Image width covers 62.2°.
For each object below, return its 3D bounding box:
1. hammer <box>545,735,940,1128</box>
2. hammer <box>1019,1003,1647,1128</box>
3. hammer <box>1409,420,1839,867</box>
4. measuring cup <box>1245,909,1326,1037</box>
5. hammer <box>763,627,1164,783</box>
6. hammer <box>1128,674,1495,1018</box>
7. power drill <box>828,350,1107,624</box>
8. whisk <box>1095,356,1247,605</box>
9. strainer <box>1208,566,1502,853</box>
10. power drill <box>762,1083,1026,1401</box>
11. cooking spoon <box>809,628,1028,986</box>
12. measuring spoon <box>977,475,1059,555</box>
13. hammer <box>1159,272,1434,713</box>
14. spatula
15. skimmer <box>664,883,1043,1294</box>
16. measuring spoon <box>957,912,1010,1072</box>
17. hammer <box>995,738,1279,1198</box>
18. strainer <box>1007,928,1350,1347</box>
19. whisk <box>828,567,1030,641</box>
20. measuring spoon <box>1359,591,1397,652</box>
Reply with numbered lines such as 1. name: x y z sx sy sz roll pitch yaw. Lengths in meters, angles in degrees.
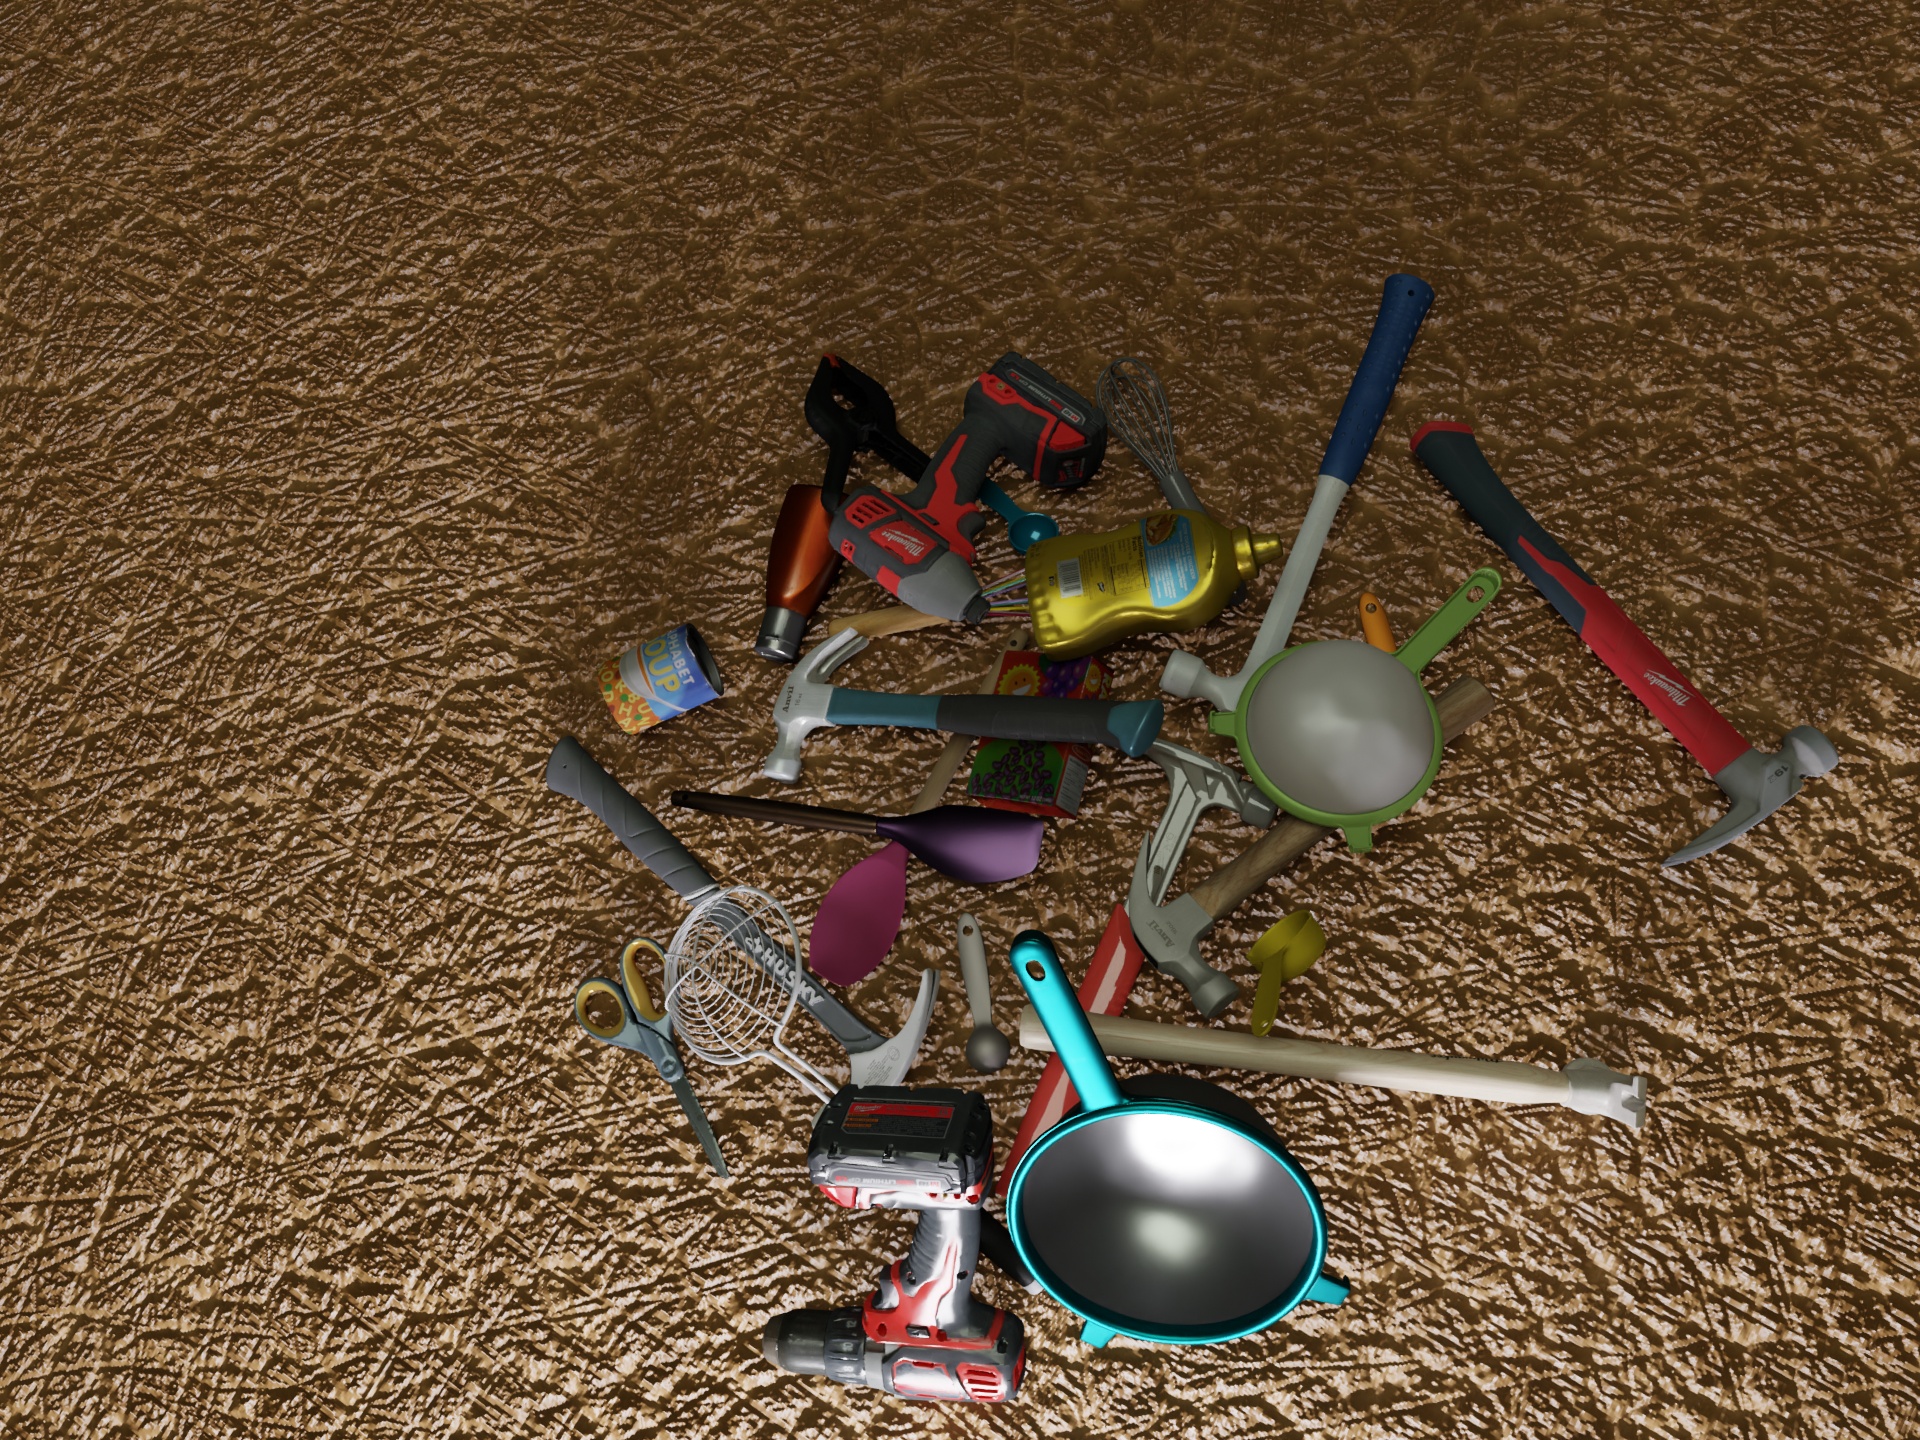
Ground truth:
1. hammer: -0.188 0.144 1.255 0.409 0.036 0.149 39 93 22
2. hammer: 0.243 0.231 1.080 0.410 0.146 0.038 4 82 11
3. hammer: 0.462 -0.074 1.200 0.143 0.038 0.387 -36 69 0
4. measuring cup: 0.226 0.185 1.114 0.062 0.156 0.029 -39 97 27
5. hammer: -0.002 -0.004 1.228 0.331 0.033 0.128 4 73 29
6. hammer: 0.259 0.069 1.161 0.331 0.031 0.130 -36 63 -14
7. power drill: 0.014 -0.179 1.274 0.143 0.078 0.220 38 70 14
8. whisk: 0.175 -0.197 1.296 0.055 0.055 0.239 -26 74 2
9. strainer: 0.313 -0.037 1.151 0.256 0.069 0.152 -42 70 -15
10. power drill: -0.054 0.368 1.095 0.188 0.080 0.226 0 111 12
11. cooking spoon: -0.026 0.065 1.263 0.069 0.017 0.319 25 79 23
12. measuring spoon: 0.034 -0.176 1.333 0.042 0.021 0.129 -34 59 -17
13. hammer: 0.296 -0.176 1.255 0.144 0.035 0.406 23 74 6
14. spatula: -0.088 0.082 1.256 0.316 0.018 0.060 7 74 19
15. skimmer: -0.070 0.271 1.153 0.363 0.090 0.127 43 106 -4
16. measuring spoon: 0.012 0.205 1.210 0.034 0.018 0.124 -12 70 7
17. hammer: 0.105 0.185 1.189 0.149 0.036 0.359 22 78 17
18. strainer: 0.116 0.262 1.064 0.211 0.095 0.340 -19 110 20
19. whisk: 0.010 -0.094 1.295 0.245 0.051 0.047 -11 76 11
20. measuring spoon: 0.330 -0.048 1.231 0.021 0.011 0.117 -14 70 6
